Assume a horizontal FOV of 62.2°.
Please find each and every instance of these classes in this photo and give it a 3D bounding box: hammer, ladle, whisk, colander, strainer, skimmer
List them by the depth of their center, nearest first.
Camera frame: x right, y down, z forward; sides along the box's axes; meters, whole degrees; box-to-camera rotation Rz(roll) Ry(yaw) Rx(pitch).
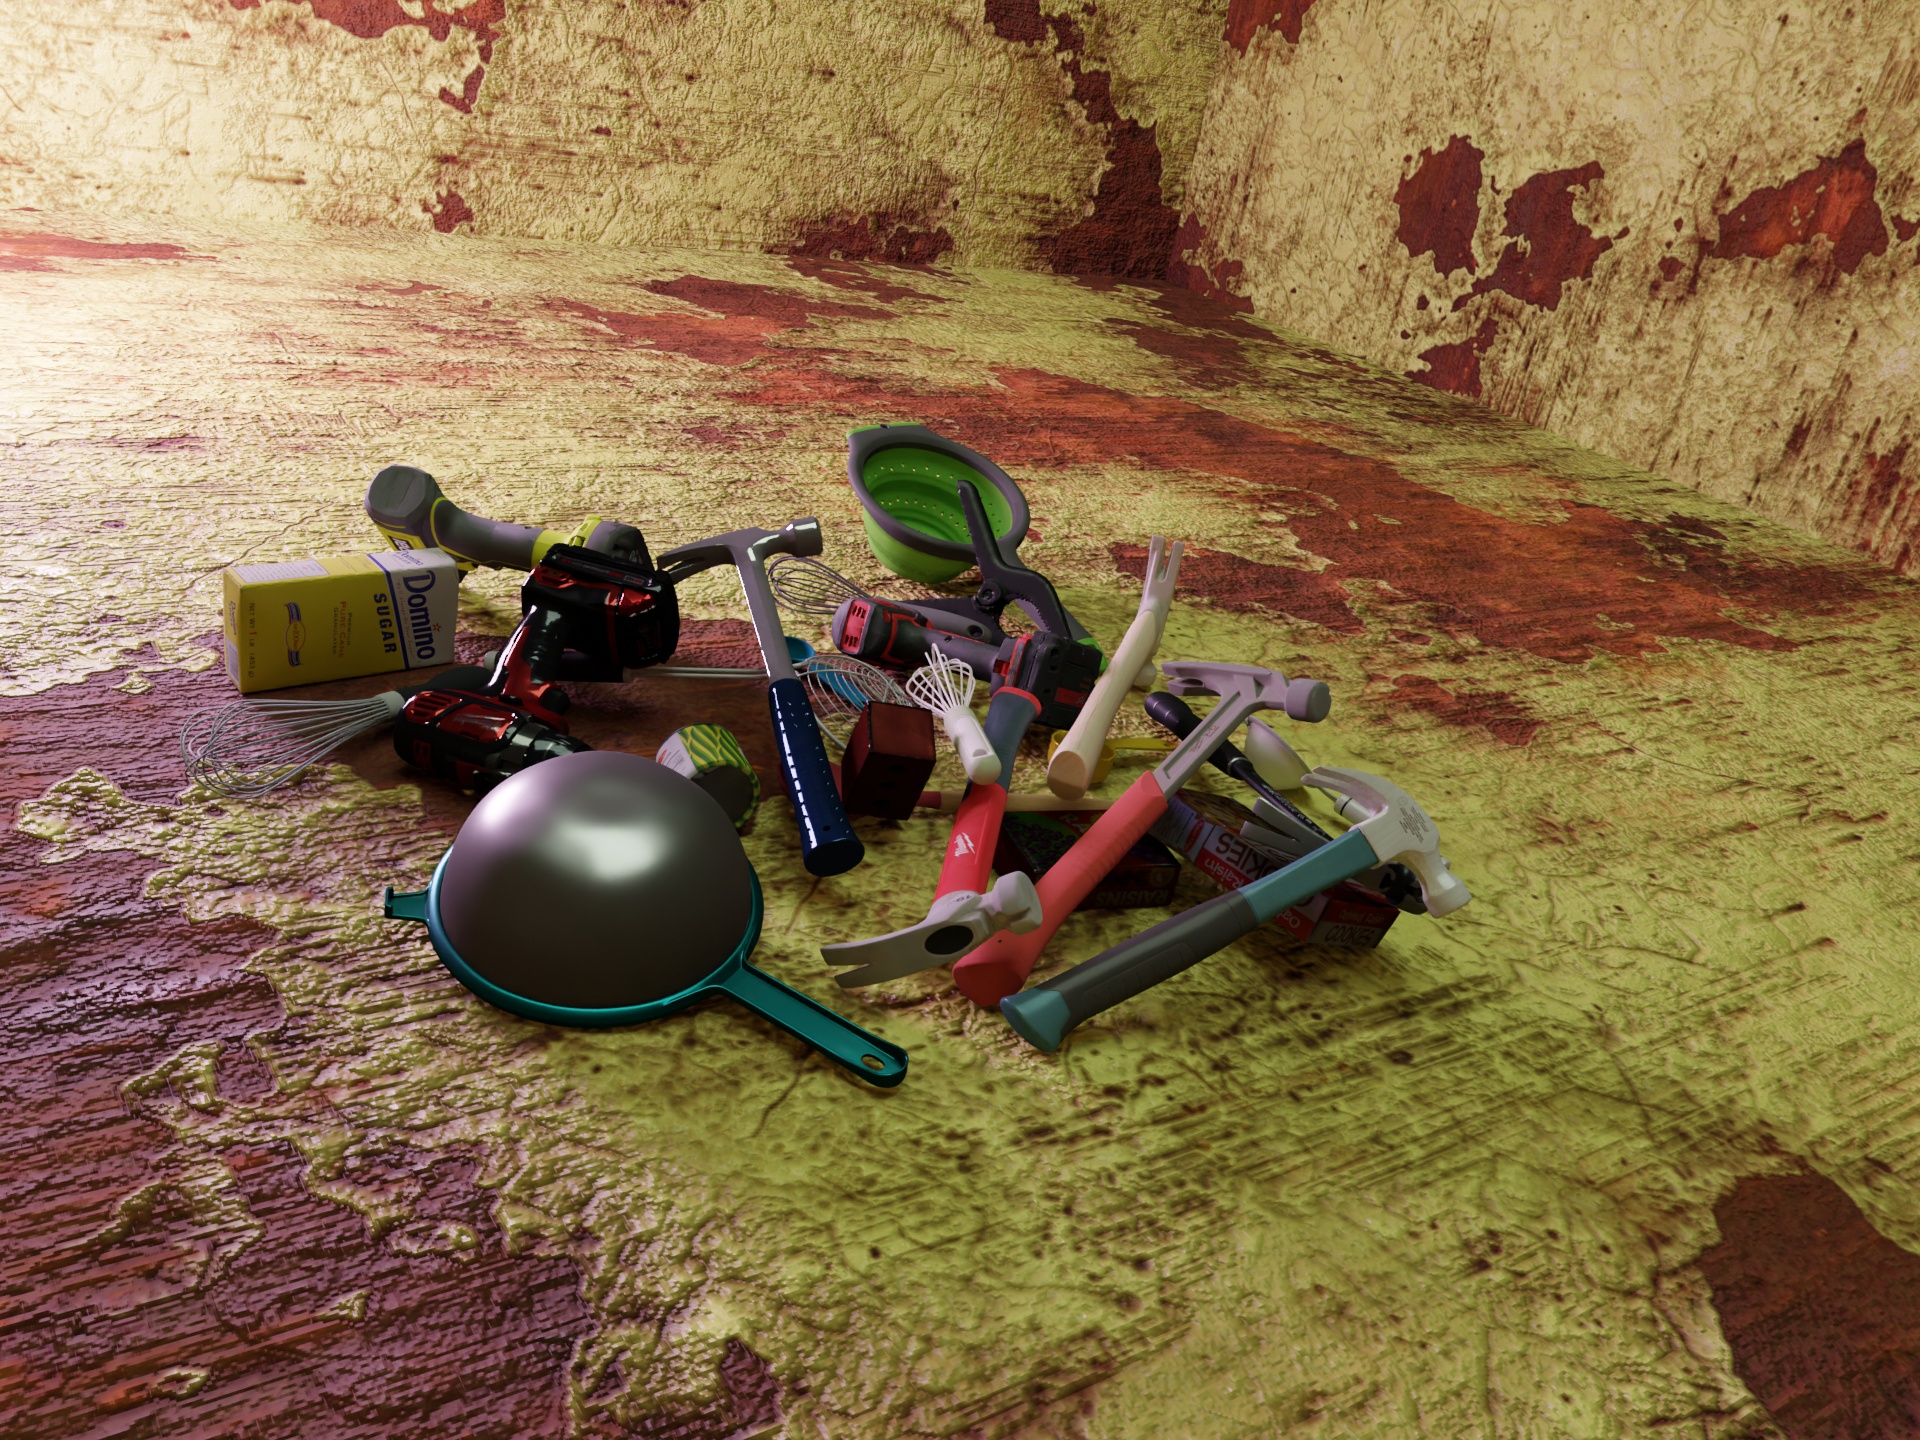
[{"bbox_3d":[-0.171,0.110,0.971,0.340,0.095,0.211,26,38,21],"label":"strainer"},{"bbox_3d":[0.177,0.131,1.047,0.331,0.033,0.128,-23,77,-19],"label":"hammer"},{"bbox_3d":[0.111,0.069,1.127,0.149,0.036,0.359,9,41,45],"label":"hammer"},{"bbox_3d":[0.002,0.067,1.162,0.143,0.038,0.386,-21,18,15],"label":"hammer"},{"bbox_3d":[-0.447,-0.001,1.174,0.070,0.070,0.284,22,22,21],"label":"whisk"},{"bbox_3d":[-0.002,-0.004,1.232,0.058,0.059,0.246,-11,21,-6],"label":"whisk"},{"bbox_3d":[-0.144,-0.031,1.237,0.144,0.035,0.406,-12,42,-9],"label":"hammer"},{"bbox_3d":[0.007,0.063,1.256,0.315,0.031,0.069,5,38,-19],"label":"ladle"},{"bbox_3d":[0.229,0.044,1.293,0.149,0.036,0.409,22,11,-18],"label":"hammer"},{"bbox_3d":[-0.212,-0.011,1.316,0.363,0.090,0.127,3,24,5],"label":"skimmer"},{"bbox_3d":[0.135,-0.042,1.358,0.038,0.146,0.411,15,23,10],"label":"hammer"},{"bbox_3d":[0.320,0.069,1.360,0.259,0.050,0.086,37,-9,34],"label":"strainer"},{"bbox_3d":[-0.081,-0.112,1.548,0.239,0.055,0.055,17,26,13],"label":"whisk"},{"bbox_3d":[0.012,-0.158,1.670,0.204,0.094,0.397,-16,54,-39],"label":"colander"}]

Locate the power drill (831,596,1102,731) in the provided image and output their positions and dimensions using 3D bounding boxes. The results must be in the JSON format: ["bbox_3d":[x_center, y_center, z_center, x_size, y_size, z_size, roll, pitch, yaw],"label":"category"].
[{"bbox_3d":[0.006,-0.056,1.426,0.220,0.078,0.143,17,2,26],"label":"power drill"}]

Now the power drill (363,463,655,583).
[{"bbox_3d":[-0.389,-0.140,1.393,0.223,0.080,0.171,16,-19,4],"label":"power drill"}]

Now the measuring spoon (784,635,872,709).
[{"bbox_3d":[-0.124,-0.035,1.424,0.129,0.021,0.042,37,33,26],"label":"measuring spoon"}]

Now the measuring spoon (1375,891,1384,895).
[{"bbox_3d":[0.333,0.138,1.256,0.124,0.018,0.034,3,29,-33],"label":"measuring spoon"}]

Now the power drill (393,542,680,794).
[{"bbox_3d":[-0.291,-0.025,1.205,0.188,0.080,0.227,16,46,11],"label":"power drill"}]

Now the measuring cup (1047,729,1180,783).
[{"bbox_3d":[0.137,0.032,1.384,0.156,0.029,0.062,0,24,-44],"label":"measuring cup"}]
